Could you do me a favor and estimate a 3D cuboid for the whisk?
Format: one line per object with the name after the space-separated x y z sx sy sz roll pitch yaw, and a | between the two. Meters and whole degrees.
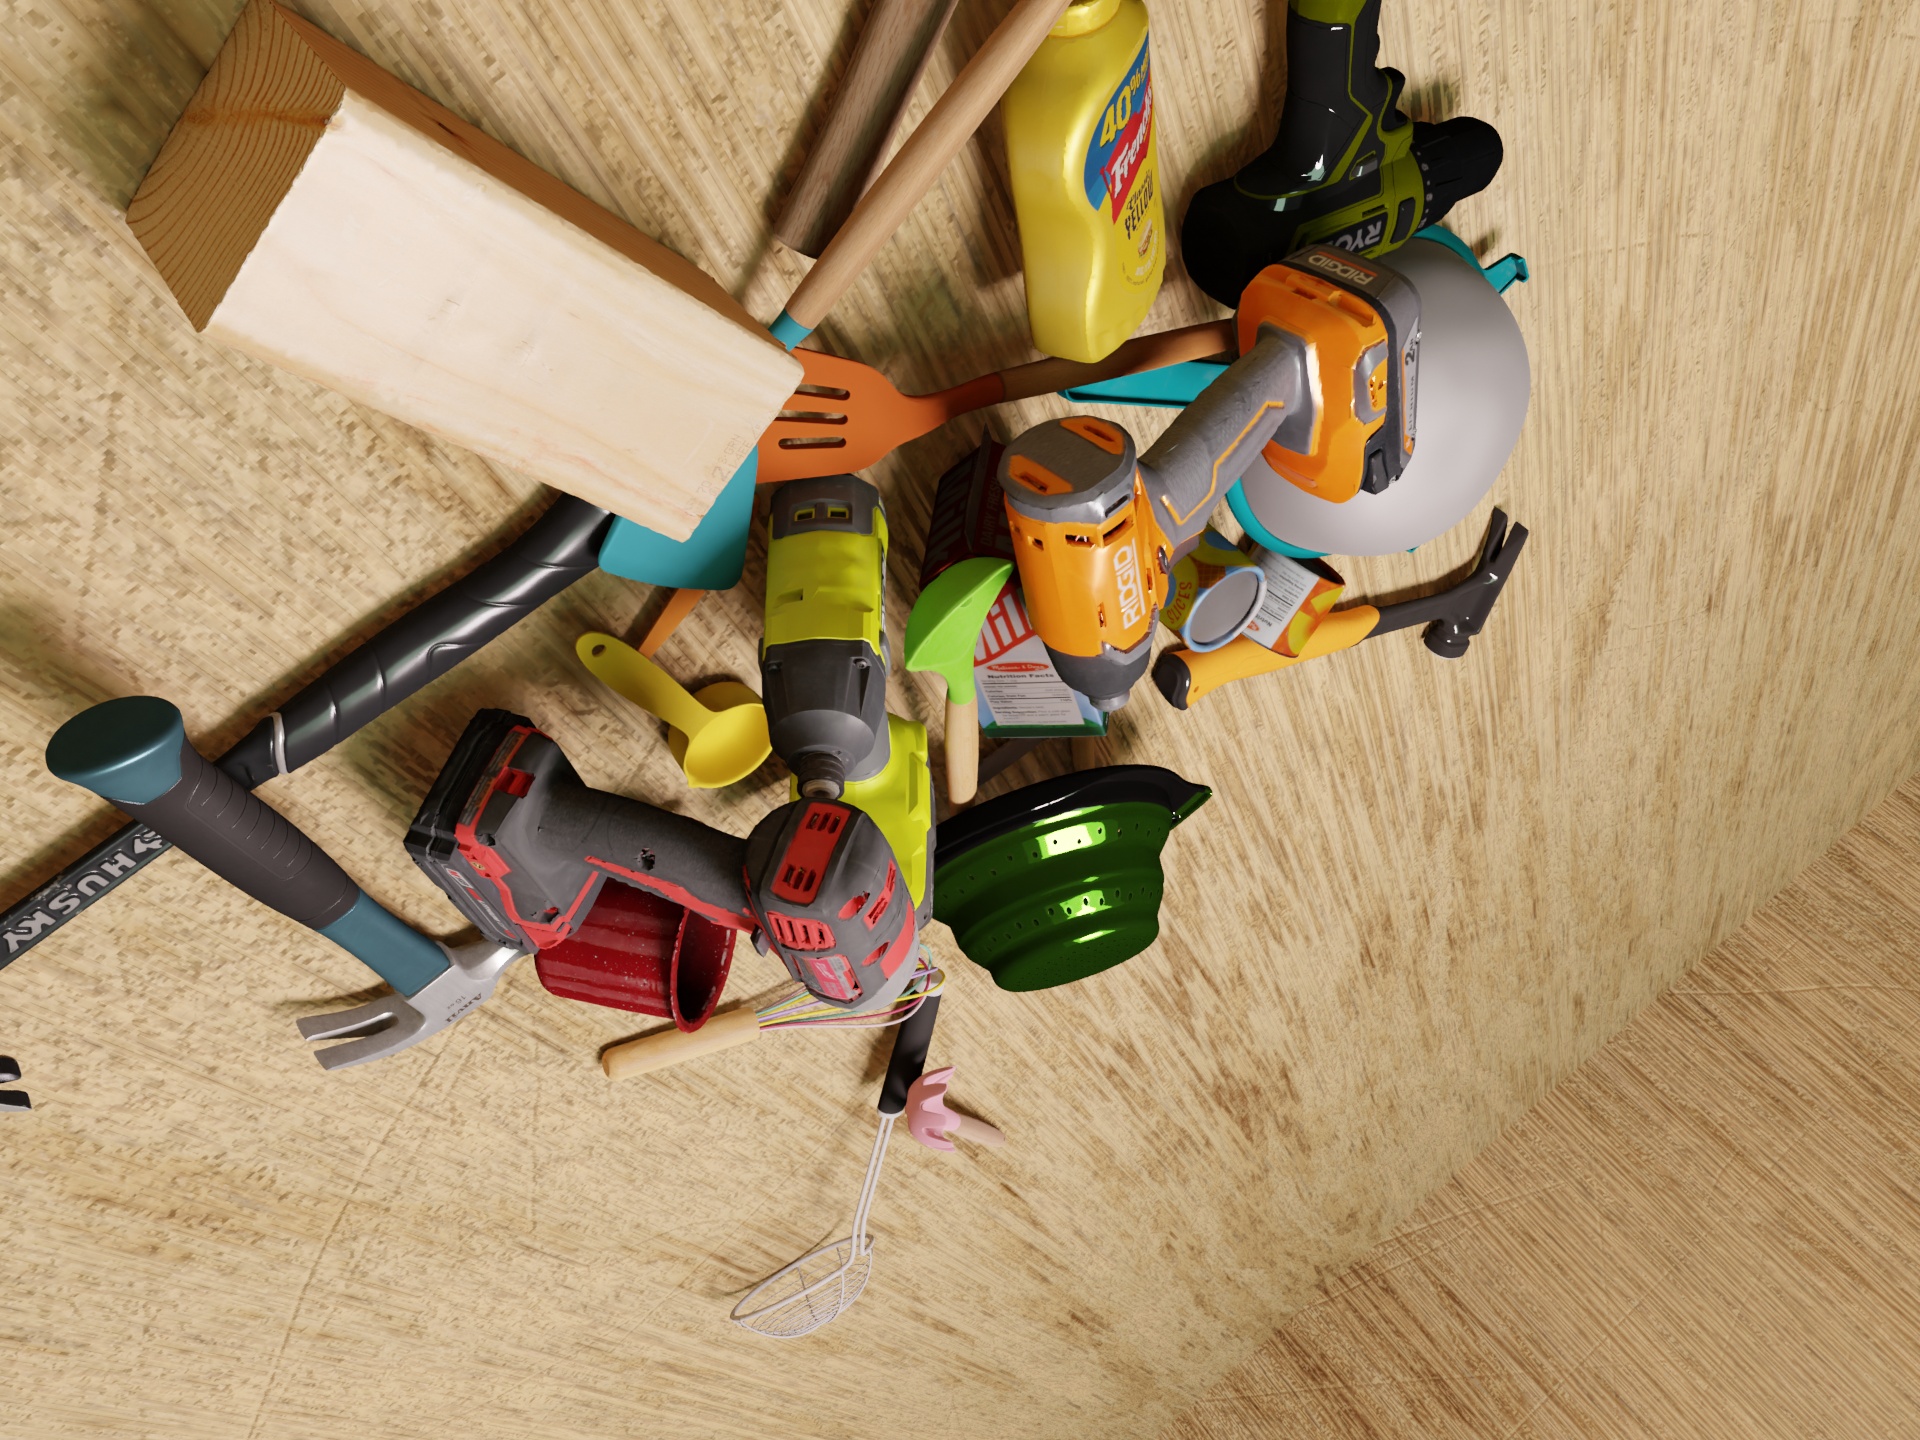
-0.115 0.192 1.040 0.245 0.047 0.051 -11 136 -32 | whisk

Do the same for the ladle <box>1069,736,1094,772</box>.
0.069 -0.052 0.970 0.069 0.031 0.315 -24 144 -10 | ladle

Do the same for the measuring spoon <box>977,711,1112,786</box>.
0.048 0.017 1.009 0.124 0.018 0.034 -35 144 12 | measuring spoon

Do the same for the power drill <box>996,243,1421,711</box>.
0.120 -0.110 0.769 0.226 0.084 0.164 -38 141 -20 | power drill

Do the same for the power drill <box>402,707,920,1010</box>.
-0.124 0.074 0.722 0.143 0.220 0.079 73 33 -56 | power drill

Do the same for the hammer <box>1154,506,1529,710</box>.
0.275 -0.069 1.144 0.337 0.034 0.127 -15 138 -33 | hammer

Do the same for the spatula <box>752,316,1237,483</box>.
0.033 -0.172 0.775 0.322 0.041 0.081 -18 140 -26 | spatula

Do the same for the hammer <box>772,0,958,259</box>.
0.006 -0.330 0.604 0.130 0.031 0.331 1 127 -45 | hammer

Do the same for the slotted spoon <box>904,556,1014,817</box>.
-0.001 -0.003 0.856 0.070 0.031 0.313 -43 162 -17 | slotted spoon

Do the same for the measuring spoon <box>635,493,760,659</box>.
-0.135 -0.065 0.774 0.117 0.011 0.021 -52 156 8 | measuring spoon

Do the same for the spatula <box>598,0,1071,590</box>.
-0.045 -0.178 0.655 0.082 0.044 0.317 5 136 -50 | spatula

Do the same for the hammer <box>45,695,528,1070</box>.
-0.284 0.075 0.703 0.128 0.033 0.330 -39 156 -12 | hammer

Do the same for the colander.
-0.008 0.120 0.977 0.397 0.095 0.204 -6 155 -30 | colander

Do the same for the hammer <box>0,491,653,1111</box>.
-0.305 0.026 0.681 0.409 0.036 0.149 -37 146 -8 | hammer

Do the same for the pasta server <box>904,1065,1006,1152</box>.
0.006 0.318 1.253 0.040 0.060 0.316 -4 160 12 | pasta server

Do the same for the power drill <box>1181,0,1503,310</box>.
0.206 -0.324 0.769 0.190 0.080 0.228 -26 145 -20 | power drill

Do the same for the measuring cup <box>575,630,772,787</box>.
-0.147 -0.014 0.797 0.062 0.029 0.156 -44 145 2 | measuring cup

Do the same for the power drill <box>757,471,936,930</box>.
-0.059 0.012 0.797 0.080 0.171 0.223 -3 144 2 | power drill

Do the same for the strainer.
0.209 -0.172 0.894 0.340 0.095 0.211 -4 121 -35 | strainer

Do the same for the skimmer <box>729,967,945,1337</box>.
-0.091 0.331 1.220 0.127 0.090 0.363 -20 132 -55 | skimmer
